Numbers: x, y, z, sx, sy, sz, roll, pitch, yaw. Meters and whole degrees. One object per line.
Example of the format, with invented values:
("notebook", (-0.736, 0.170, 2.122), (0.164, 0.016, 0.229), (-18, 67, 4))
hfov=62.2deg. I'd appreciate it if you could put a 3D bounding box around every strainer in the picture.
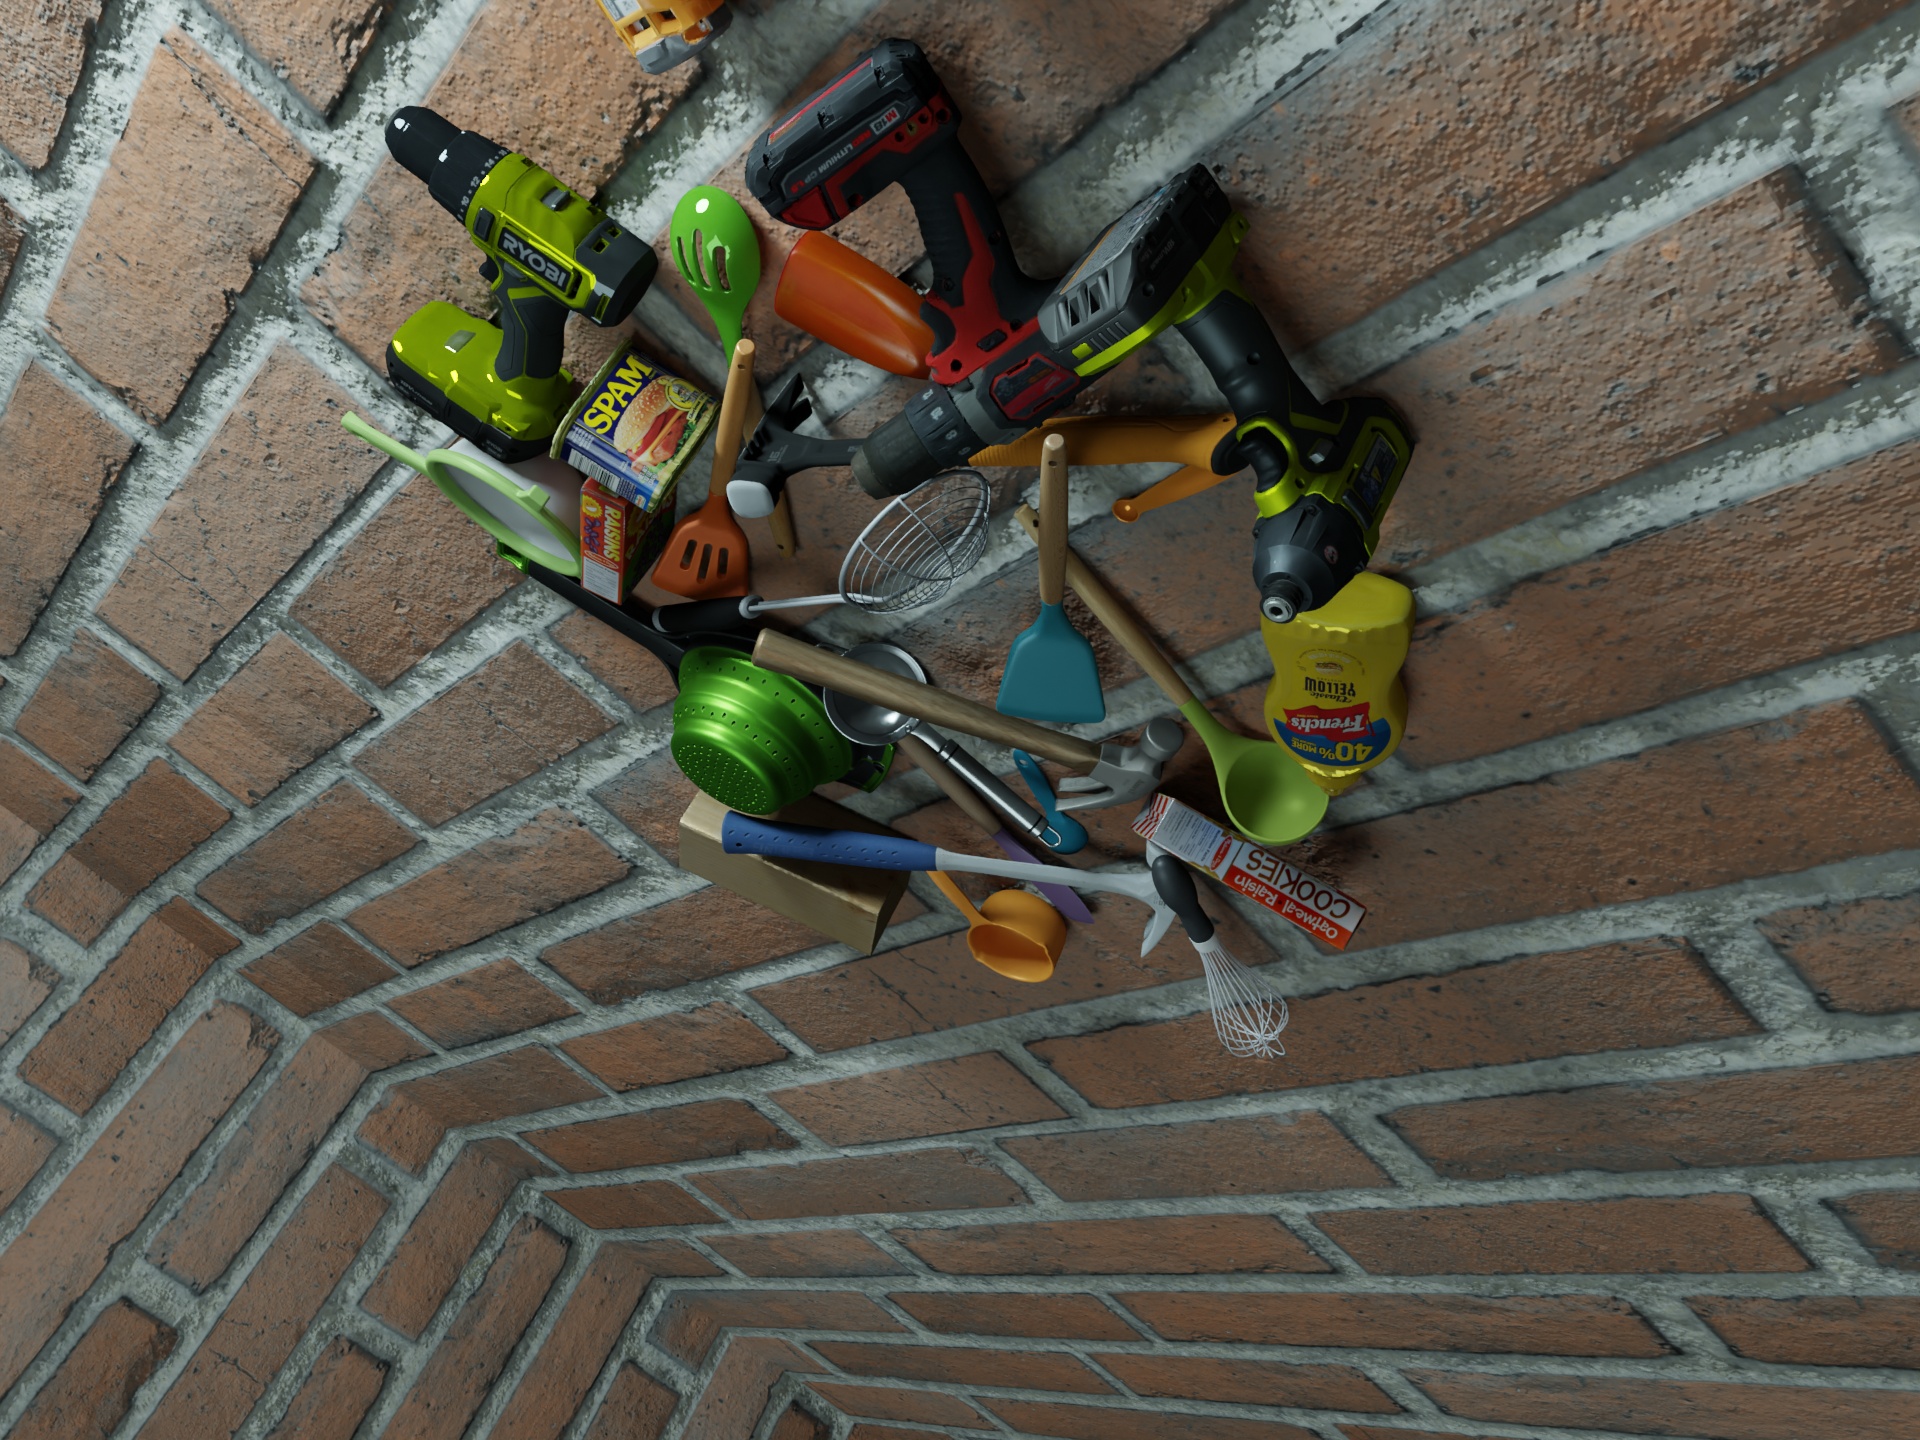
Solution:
("strainer", (-0.017, 0.020, 1.306), (0.258, 0.087, 0.050), (40, -172, -3))
("strainer", (-0.390, -0.210, 1.289), (0.256, 0.069, 0.151), (29, 164, 18))

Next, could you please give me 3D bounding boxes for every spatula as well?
("spatula", (0.062, -0.086, 1.062), (0.082, 0.044, 0.317), (6, 155, 6))
("spatula", (0.016, 0.079, 1.395), (0.315, 0.018, 0.060), (46, 158, -22))
("spatula", (-0.177, -0.176, 1.172), (0.081, 0.041, 0.322), (15, 156, -8))

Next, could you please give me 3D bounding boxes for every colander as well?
("colander", (-0.252, -0.028, 1.375), (0.397, 0.094, 0.204), (32, 150, 0))

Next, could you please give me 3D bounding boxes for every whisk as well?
("whisk", (0.218, 0.203, 1.357), (0.070, 0.070, 0.284), (0, 139, 34))

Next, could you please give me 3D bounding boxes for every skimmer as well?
("skimmer", (-0.123, -0.118, 1.188), (0.363, 0.127, 0.090), (-2, 104, 44))

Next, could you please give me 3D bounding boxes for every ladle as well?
("ladle", (0.150, -0.034, 1.138), (0.320, 0.078, 0.062), (47, 168, -15))

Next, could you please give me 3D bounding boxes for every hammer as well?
("hammer", (-0.009, 0.127, 1.384), (0.405, 0.035, 0.144), (7, 136, 10))
("hammer", (0.021, -0.181, 1.028), (0.337, 0.127, 0.034), (2, 135, 19))
("hammer", (-0.002, -0.004, 1.241), (0.331, 0.031, 0.130), (18, 146, -6))

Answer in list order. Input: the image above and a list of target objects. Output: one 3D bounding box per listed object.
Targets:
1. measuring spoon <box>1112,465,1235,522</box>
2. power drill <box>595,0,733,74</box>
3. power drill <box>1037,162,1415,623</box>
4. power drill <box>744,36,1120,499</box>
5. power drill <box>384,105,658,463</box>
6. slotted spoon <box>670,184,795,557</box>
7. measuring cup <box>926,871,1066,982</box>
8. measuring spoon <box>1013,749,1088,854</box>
("measuring spoon", (0.145, -0.156, 1.032), (0.117, 0.011, 0.021), (-22, 120, 43))
("power drill", (-0.140, -0.451, 0.811), (0.226, 0.084, 0.185), (-3, 132, 43))
("power drill", (0.152, -0.173, 0.870), (0.223, 0.171, 0.080), (47, 141, -18))
("power drill", (-0.030, -0.249, 0.923), (0.188, 0.080, 0.226), (-32, 118, 16))
("power drill", (-0.330, -0.304, 1.121), (0.190, 0.080, 0.228), (34, 142, -7))
("slotted spoon", (-0.150, -0.231, 1.128), (0.070, 0.031, 0.313), (18, 144, 21))
("measuring cup", (0.030, 0.169, 1.471), (0.095, 0.052, 0.173), (-18, 121, 46))
("measuring spoon", (0.070, 0.073, 1.348), (0.042, 0.021, 0.128), (0, 137, 34))
